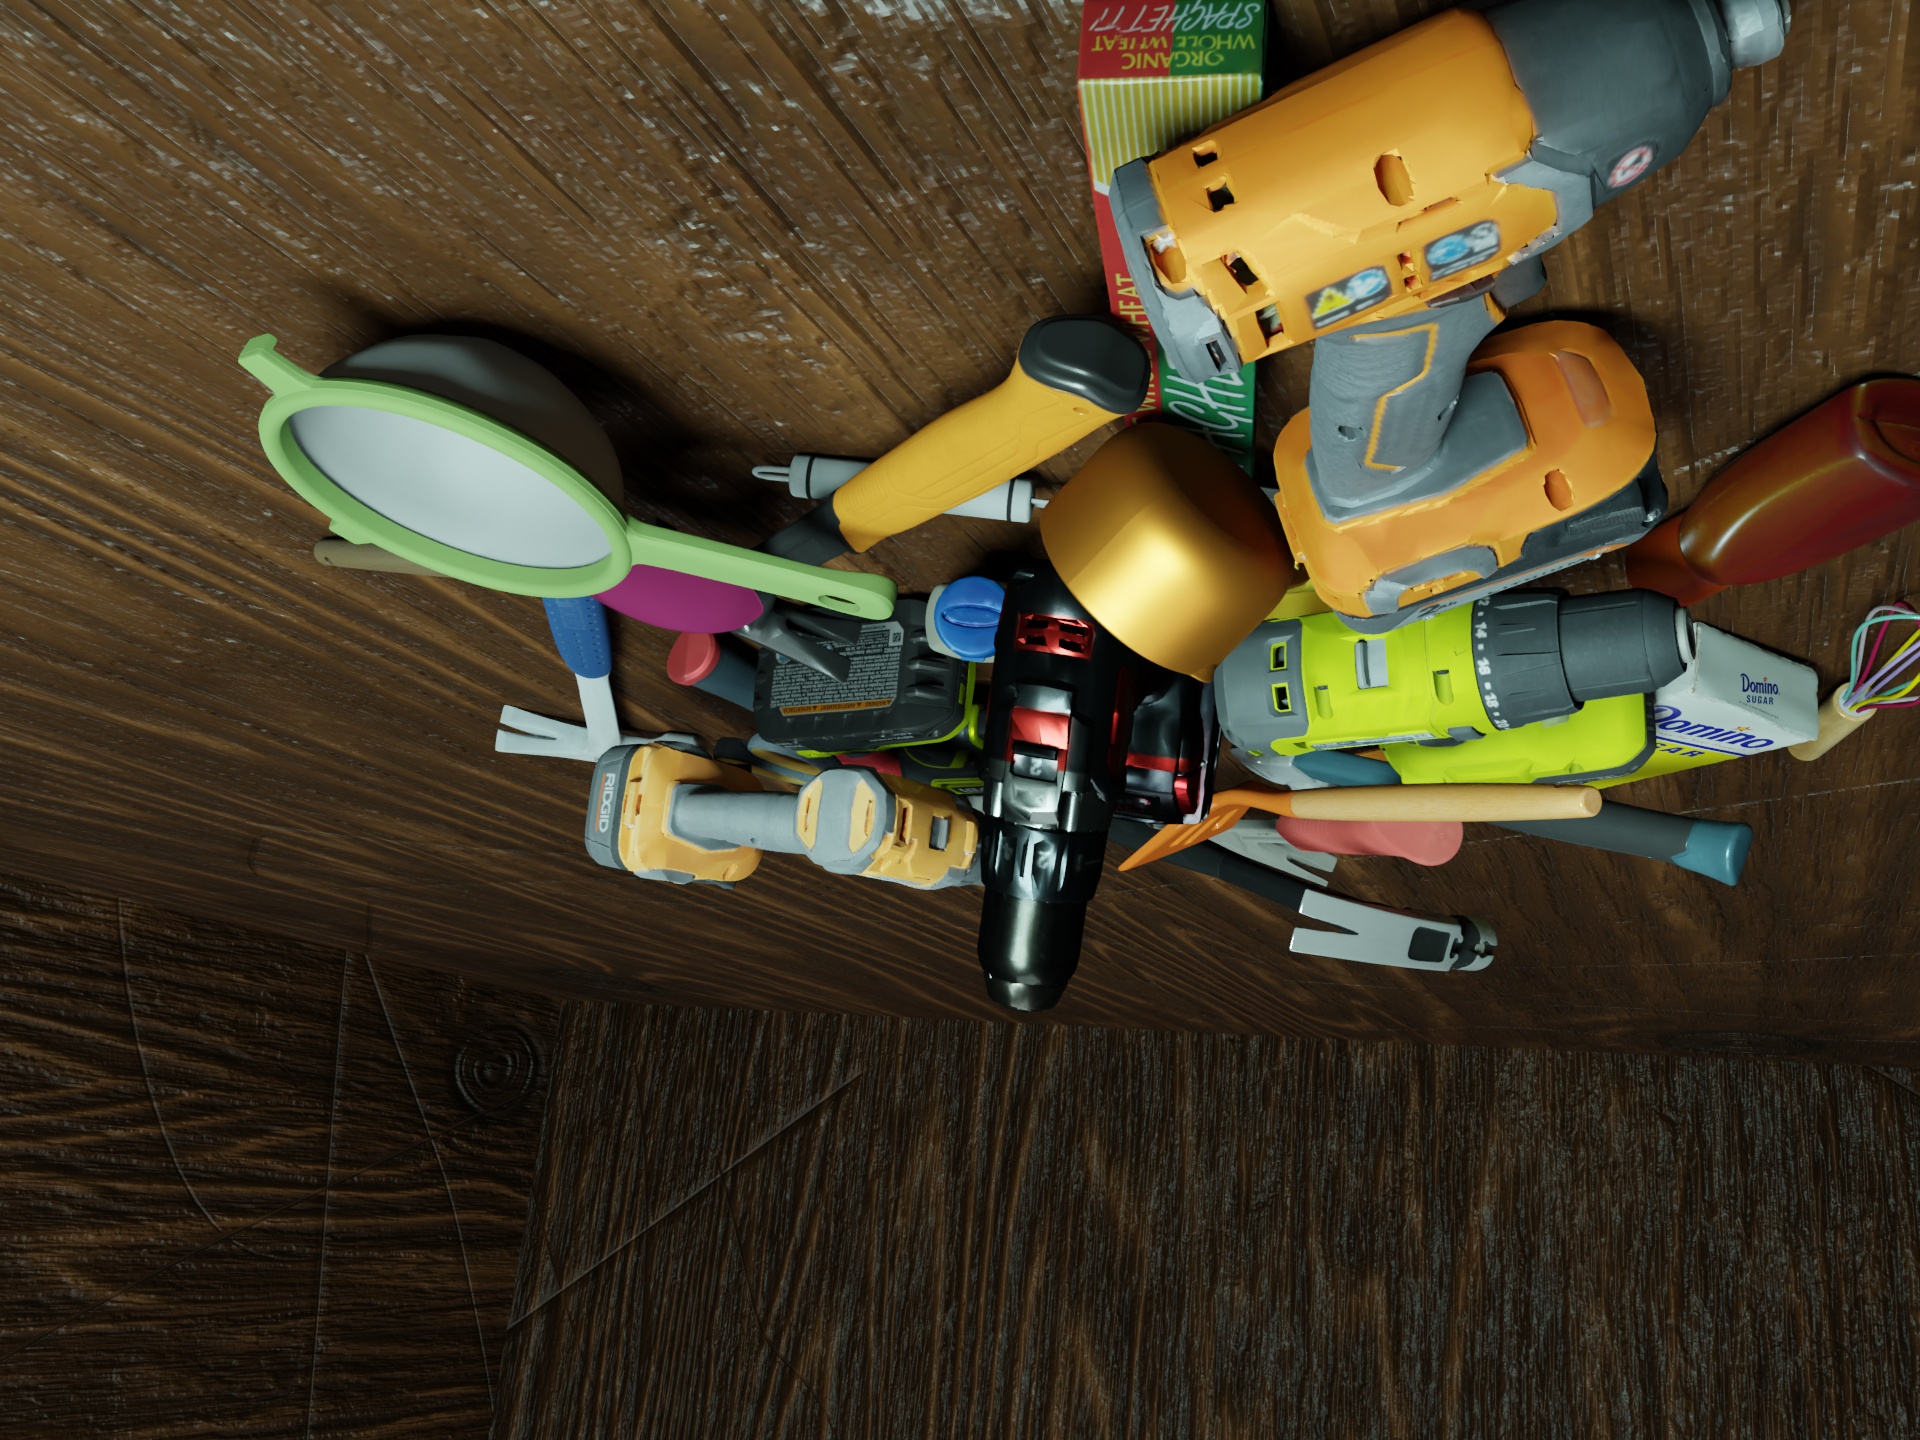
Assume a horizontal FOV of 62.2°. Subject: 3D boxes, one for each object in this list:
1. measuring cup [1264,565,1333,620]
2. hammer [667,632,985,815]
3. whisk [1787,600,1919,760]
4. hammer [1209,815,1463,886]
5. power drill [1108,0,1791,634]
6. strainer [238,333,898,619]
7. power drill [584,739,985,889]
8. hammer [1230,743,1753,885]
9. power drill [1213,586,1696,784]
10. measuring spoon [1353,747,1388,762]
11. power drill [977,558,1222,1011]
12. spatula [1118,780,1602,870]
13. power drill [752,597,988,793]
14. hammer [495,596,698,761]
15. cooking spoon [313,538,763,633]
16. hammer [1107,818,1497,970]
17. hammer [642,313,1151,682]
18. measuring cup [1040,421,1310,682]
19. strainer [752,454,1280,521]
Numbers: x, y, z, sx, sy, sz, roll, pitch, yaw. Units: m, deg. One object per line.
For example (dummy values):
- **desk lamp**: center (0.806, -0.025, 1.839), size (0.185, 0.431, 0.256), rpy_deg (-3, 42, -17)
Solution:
- **measuring cup**: center (0.167, -0.080, 0.718), size (0.062, 0.029, 0.156), rpy_deg (5, 161, 4)
- **hammer**: center (-0.066, 0.015, 1.094), size (0.143, 0.038, 0.386), rpy_deg (-3, 161, 24)
- **whisk**: center (0.460, -0.013, 0.812), size (0.051, 0.047, 0.244), rpy_deg (0, 166, 14)
- **hammer**: center (0.235, 0.076, 1.022), size (0.149, 0.037, 0.359), rpy_deg (24, 173, -6)
- **power drill**: center (0.153, -0.116, 0.470), size (0.164, 0.084, 0.226), rpy_deg (-21, 154, 16)
- **strainer**: center (-0.145, -0.101, 0.645), size (0.256, 0.069, 0.151), rpy_deg (14, 159, -2)
- **power drill**: center (-0.089, 0.066, 0.968), size (0.226, 0.084, 0.185), rpy_deg (1, 170, 32)
- **hammer**: center (0.288, 0.043, 0.907), size (0.128, 0.033, 0.331), rpy_deg (30, 170, -36)
- **power drill**: center (0.247, -0.015, 0.736), size (0.190, 0.080, 0.228), rpy_deg (-8, 170, 32)
- **measuring spoon**: center (0.284, 0.017, 1.033), size (0.117, 0.011, 0.021), rpy_deg (-15, 144, 43)
- **power drill**: center (0.063, 0.022, 0.735), size (0.080, 0.188, 0.226), rpy_deg (9, -174, 18)
- **spatula**: center (0.187, 0.050, 0.787), size (0.081, 0.041, 0.323), rpy_deg (-18, -175, -26)
- **power drill**: center (-0.002, -0.003, 0.953), size (0.171, 0.080, 0.223), rpy_deg (-4, 165, 33)
- **hammer**: center (-0.239, -0.031, 1.003), size (0.144, 0.035, 0.405), rpy_deg (8, 163, -7)
- **cooking spoon**: center (-0.220, -0.077, 0.780), size (0.319, 0.017, 0.068), rpy_deg (7, 144, 35)
- **hammer**: center (0.158, 0.089, 1.007), size (0.146, 0.035, 0.335), rpy_deg (10, -174, -39)
- **hammer**: center (-0.028, -0.085, 0.658), size (0.127, 0.034, 0.337), rpy_deg (26, 158, -24)
- **measuring cup**: center (0.105, -0.070, 0.607), size (0.173, 0.095, 0.052), rpy_deg (-10, 149, -49)
- **strainer**: center (0.034, -0.093, 0.697), size (0.258, 0.050, 0.087), rpy_deg (7, 178, 7)
